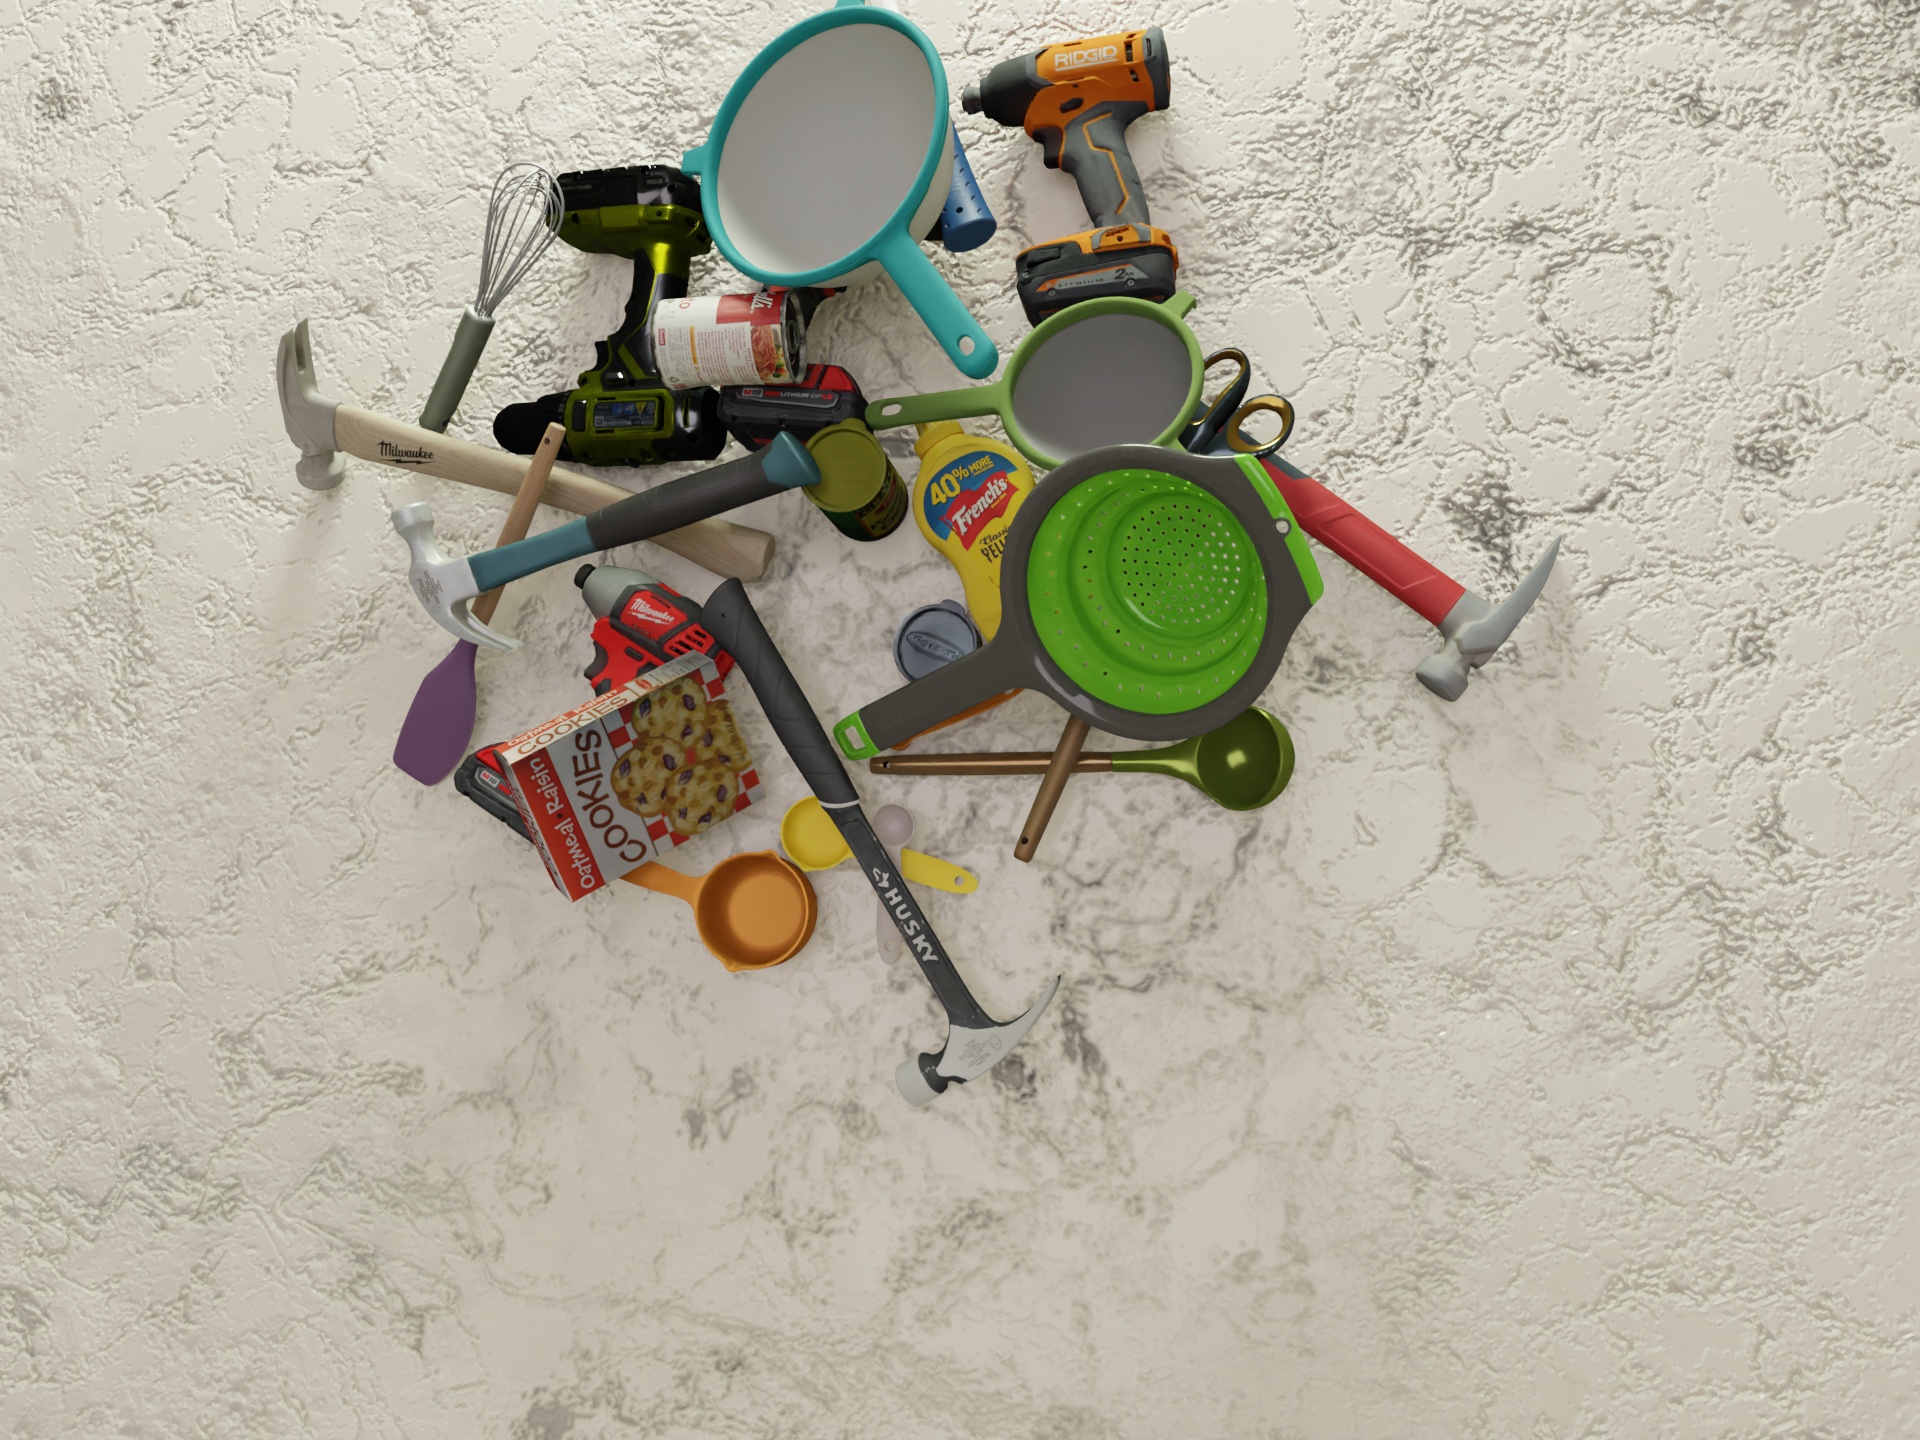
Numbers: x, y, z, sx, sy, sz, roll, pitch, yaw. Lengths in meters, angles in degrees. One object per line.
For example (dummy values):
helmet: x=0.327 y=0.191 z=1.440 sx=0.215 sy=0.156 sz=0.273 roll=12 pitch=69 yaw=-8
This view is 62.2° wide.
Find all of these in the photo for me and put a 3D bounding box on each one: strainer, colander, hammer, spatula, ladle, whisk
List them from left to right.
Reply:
whisk: x=-0.377 y=-0.329 z=1.259 sx=0.059 sy=0.058 sz=0.246 roll=33 pitch=117 yaw=-4
spatula: x=-0.371 y=-0.087 z=1.243 sx=0.060 sy=0.018 sz=0.316 roll=30 pitch=106 yaw=11
hammer: x=-0.342 y=-0.197 z=1.251 sx=0.410 sy=0.146 sz=0.038 roll=17 pitch=44 yaw=6
hammer: x=-0.261 y=-0.145 z=1.180 sx=0.331 sy=0.033 sz=0.128 roll=-17 pitch=97 yaw=14
hammer: x=-0.075 y=0.075 z=1.172 sx=0.149 sy=0.036 sz=0.409 roll=-32 pitch=85 yaw=17
strainer: x=-0.049 y=-0.354 z=1.142 sx=0.211 sy=0.095 sz=0.341 roll=-41 pitch=65 yaw=17
hammer: x=-0.047 y=-0.546 z=1.254 sx=0.144 sy=0.035 sz=0.406 roll=-20 pitch=71 yaw=5
strainer: x=0.058 y=-0.227 z=1.180 sx=0.256 sy=0.069 sz=0.152 roll=-3 pitch=66 yaw=19
colander: x=0.075 y=-0.066 z=1.134 sx=0.397 sy=0.094 sz=0.204 roll=-26 pitch=96 yaw=32
ladle: x=0.086 y=0.030 z=1.184 sx=0.320 sy=0.062 sz=0.078 roll=-1 pitch=83 yaw=11
hammer: x=0.255 y=-0.185 z=1.194 sx=0.386 sy=0.038 sz=0.143 roll=38 pitch=88 yaw=11

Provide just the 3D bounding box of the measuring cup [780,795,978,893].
measuring cup: x=-0.061 y=0.101 z=1.217 sx=0.156 sy=0.029 sz=0.062 roll=19 pitch=89 yaw=-2

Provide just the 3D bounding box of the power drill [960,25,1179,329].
power drill: x=0.086 y=-0.417 z=1.229 sx=0.164 sy=0.084 sz=0.226 roll=-5 pitch=79 yaw=10

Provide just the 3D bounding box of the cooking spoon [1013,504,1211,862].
cooking spoon: x=0.107 y=-0.043 z=1.172 sx=0.069 sy=0.017 sz=0.319 roll=21 pitch=82 yaw=25

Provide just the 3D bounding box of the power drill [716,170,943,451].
power drill: x=-0.094 y=-0.326 z=1.246 sx=0.188 sy=0.080 sz=0.227 roll=5 pitch=81 yaw=9

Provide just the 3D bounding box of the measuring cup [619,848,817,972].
measuring cup: x=-0.191 y=0.132 z=1.215 sx=0.173 sy=0.052 sz=0.095 roll=17 pitch=86 yaw=12

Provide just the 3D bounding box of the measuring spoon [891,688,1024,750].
measuring spoon: x=-0.002 y=-0.004 z=1.223 sx=0.117 sy=0.011 sz=0.021 roll=-24 pitch=50 yaw=2

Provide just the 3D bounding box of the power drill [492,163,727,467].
power drill: x=-0.279 y=-0.314 z=1.270 sx=0.190 sy=0.080 sz=0.228 roll=1 pitch=86 yaw=16

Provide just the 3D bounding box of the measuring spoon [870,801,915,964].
measuring spoon: x=-0.051 y=0.122 z=1.197 sx=0.034 sy=0.018 sz=0.124 roll=4 pitch=96 yaw=13

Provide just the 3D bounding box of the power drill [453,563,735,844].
power drill: x=-0.285 y=-0.012 z=1.235 sx=0.143 sy=0.078 sz=0.220 roll=33 pitch=86 yaw=10
